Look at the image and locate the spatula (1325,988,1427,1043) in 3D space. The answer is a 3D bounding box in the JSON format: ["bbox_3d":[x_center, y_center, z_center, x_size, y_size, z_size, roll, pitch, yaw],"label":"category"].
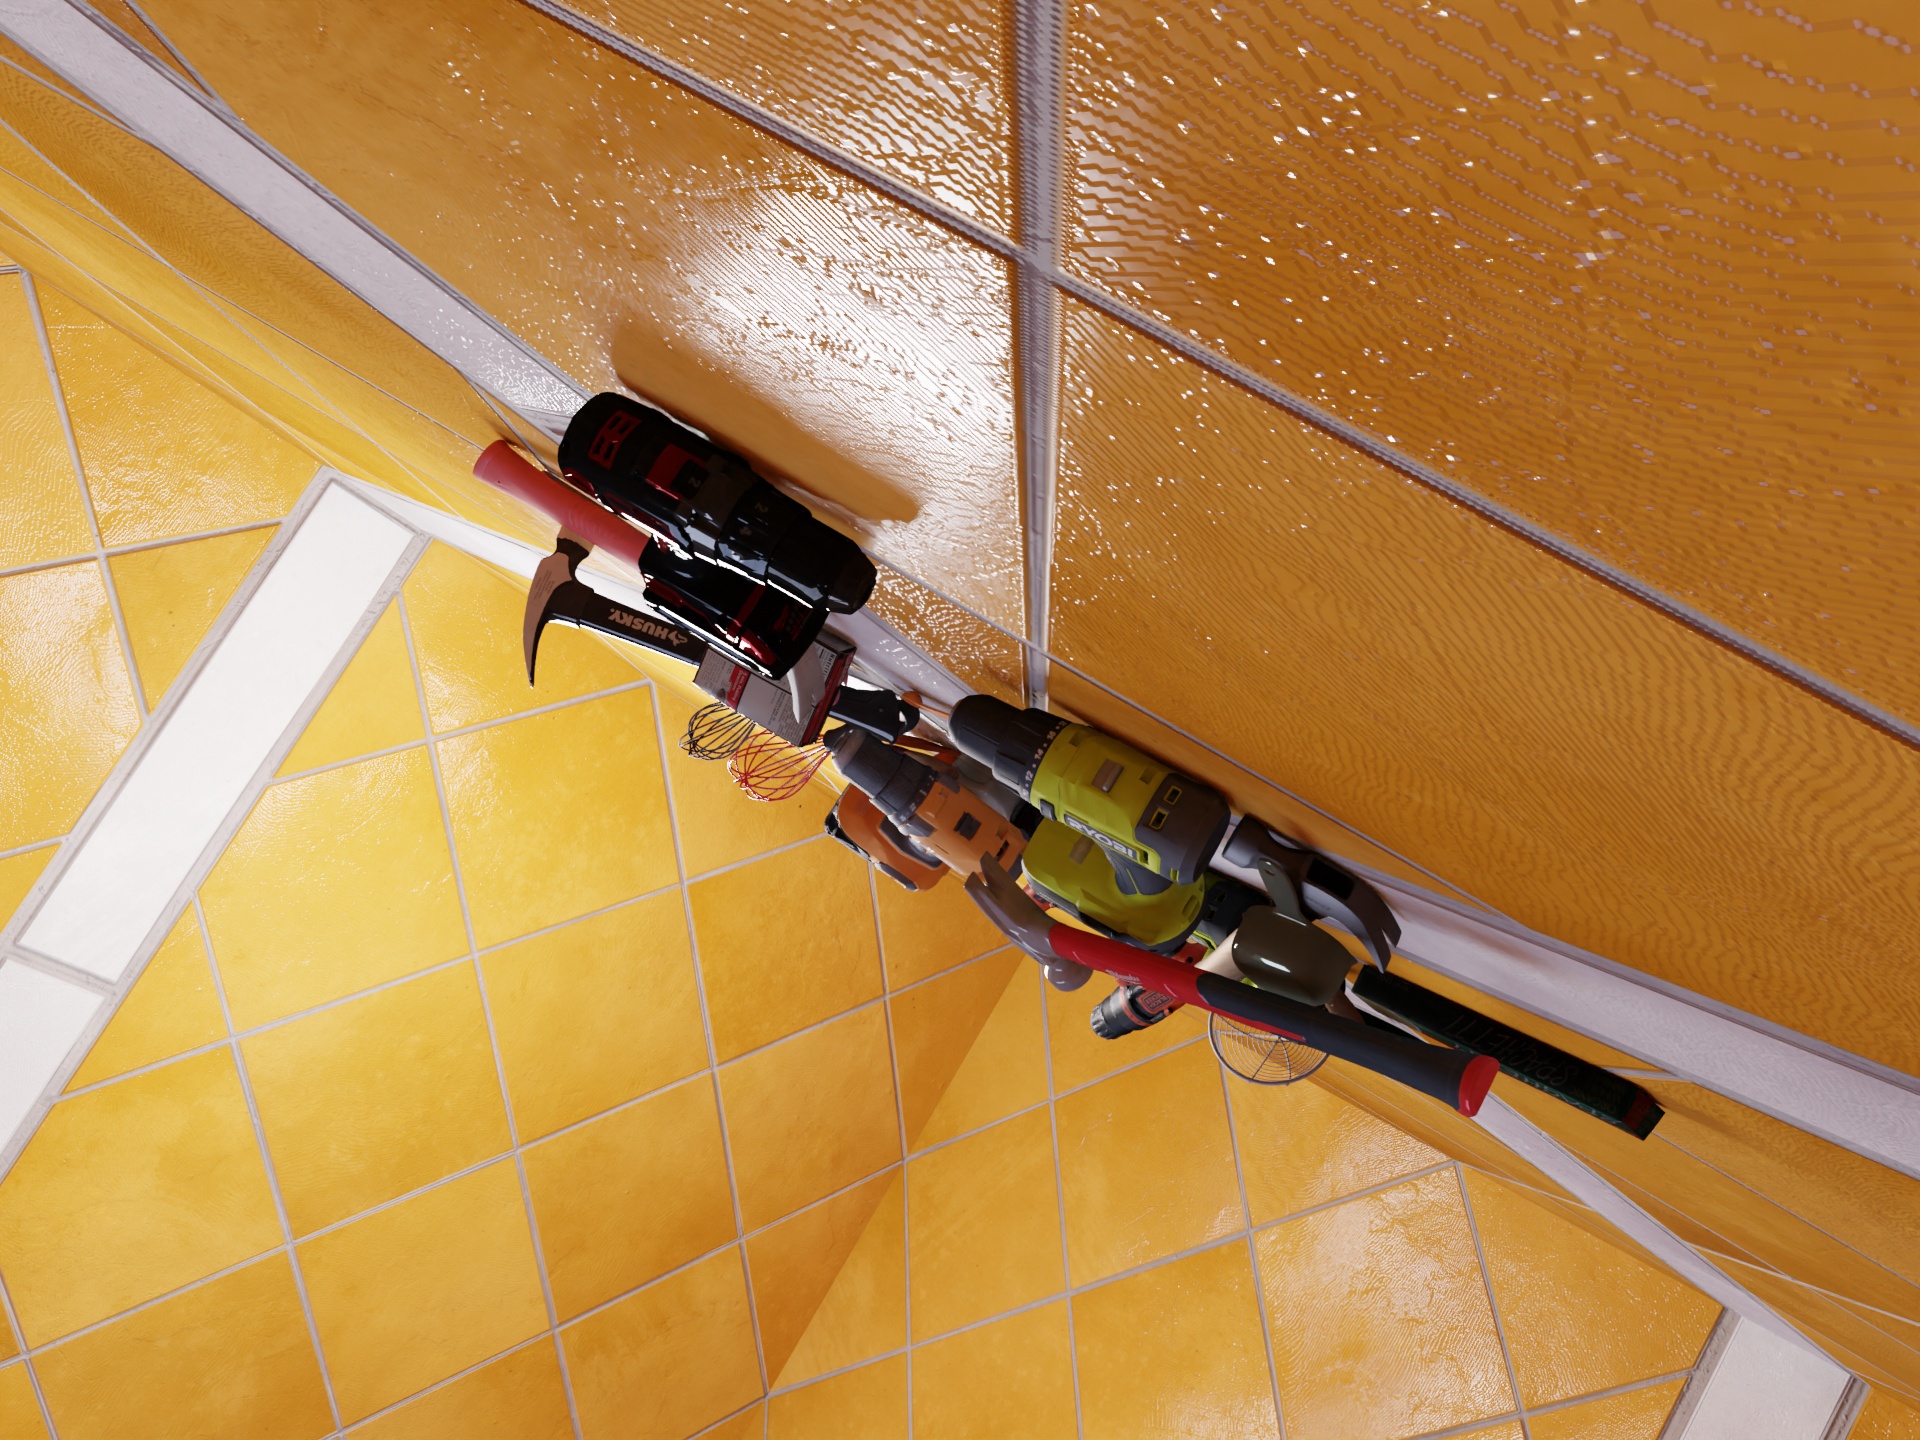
[{"bbox_3d":[0.313,0.232,1.246,0.082,0.044,0.317,25,171,26],"label":"spatula"}]

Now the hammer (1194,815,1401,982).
[{"bbox_3d":[0.218,0.156,1.137,0.130,0.031,0.331,30,161,7],"label":"hammer"}]

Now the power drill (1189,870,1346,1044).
[{"bbox_3d":[0.228,0.188,1.385,0.171,0.080,0.223,22,164,46],"label":"power drill"}]

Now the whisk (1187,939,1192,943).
[{"bbox_3d":[0.239,0.235,1.716,0.285,0.070,0.070,33,174,20],"label":"whisk"}]

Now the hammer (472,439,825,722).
[{"bbox_3d":[-0.253,-0.128,1.253,0.359,0.037,0.149,30,152,27],"label":"hammer"}]

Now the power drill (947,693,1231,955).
[{"bbox_3d":[0.088,0.070,1.088,0.191,0.080,0.228,27,162,20],"label":"power drill"}]

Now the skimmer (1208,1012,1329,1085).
[{"bbox_3d":[0.217,0.220,1.594,0.363,0.127,0.090,42,166,-4],"label":"skimmer"}]

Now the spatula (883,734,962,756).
[{"bbox_3d":[-0.124,-0.043,1.465,0.322,0.041,0.081,41,166,-34],"label":"spatula"}]

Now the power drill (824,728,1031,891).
[{"bbox_3d":[-0.051,0.078,1.380,0.185,0.084,0.226,36,165,-12],"label":"power drill"}]

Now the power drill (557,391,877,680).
[{"bbox_3d":[-0.128,-0.096,0.944,0.188,0.080,0.226,30,169,8],"label":"power drill"}]

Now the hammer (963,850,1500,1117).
[{"bbox_3d":[0.165,0.172,1.038,0.386,0.038,0.143,12,151,48],"label":"hammer"}]

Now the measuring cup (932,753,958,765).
[{"bbox_3d":[0.013,0.092,1.537,0.174,0.052,0.095,42,168,50],"label":"measuring cup"}]

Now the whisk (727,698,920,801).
[{"bbox_3d":[-0.129,0.024,1.490,0.073,0.073,0.296,35,148,-26],"label":"whisk"}]

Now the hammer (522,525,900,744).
[{"bbox_3d":[-0.208,-0.049,1.351,0.334,0.146,0.035,20,158,-3],"label":"hammer"}]

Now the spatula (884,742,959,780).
[{"bbox_3d":[-0.045,0.036,1.496,0.059,0.018,0.316,14,180,-14],"label":"spatula"}]

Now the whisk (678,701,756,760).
[{"bbox_3d":[-0.182,-0.011,1.465,0.055,0.055,0.239,36,140,-29],"label":"whisk"}]

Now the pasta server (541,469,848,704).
[{"bbox_3d":[-0.224,-0.115,1.326,0.316,0.060,0.040,34,-157,1],"label":"pasta server"}]

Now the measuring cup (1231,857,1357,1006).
[{"bbox_3d":[0.200,0.135,1.003,0.083,0.038,0.167,21,160,30],"label":"measuring cup"}]

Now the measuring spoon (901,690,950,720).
[{"bbox_3d":[-0.002,-0.004,1.290,0.117,0.011,0.021,21,168,36],"label":"measuring spoon"}]
